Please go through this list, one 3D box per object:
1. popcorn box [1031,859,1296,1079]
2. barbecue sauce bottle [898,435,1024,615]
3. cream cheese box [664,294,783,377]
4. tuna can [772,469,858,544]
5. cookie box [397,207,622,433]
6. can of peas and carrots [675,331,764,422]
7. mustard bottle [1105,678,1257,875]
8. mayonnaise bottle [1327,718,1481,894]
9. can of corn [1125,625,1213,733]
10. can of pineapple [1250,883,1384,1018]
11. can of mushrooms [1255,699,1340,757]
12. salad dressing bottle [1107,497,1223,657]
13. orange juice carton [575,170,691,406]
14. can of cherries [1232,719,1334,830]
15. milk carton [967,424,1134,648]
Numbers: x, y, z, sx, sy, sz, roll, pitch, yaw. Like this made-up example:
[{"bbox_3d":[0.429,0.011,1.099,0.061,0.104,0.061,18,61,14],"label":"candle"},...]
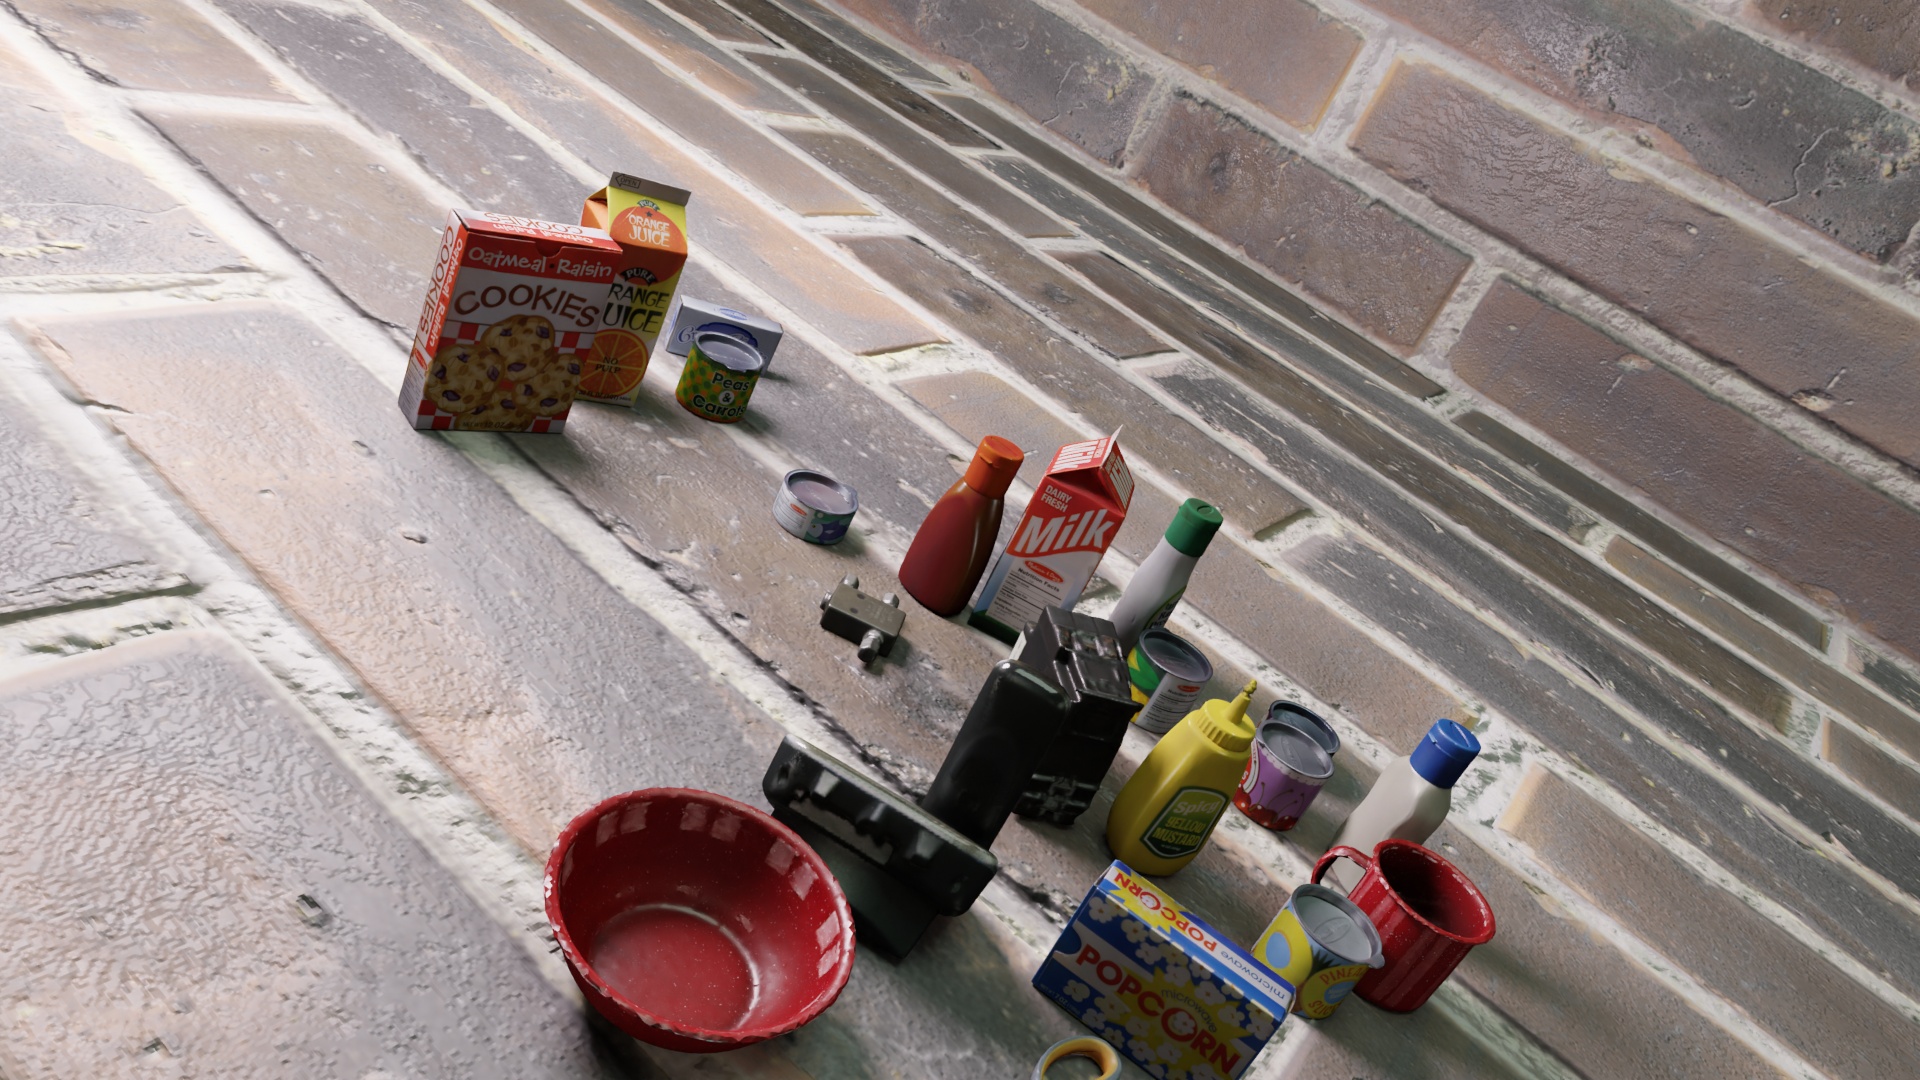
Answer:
[{"bbox_3d":[0.116,0.257,0.801,0.127,0.085,0.038,34,27,14],"label":"popcorn box"},{"bbox_3d":[0.004,-0.014,1.117,0.065,0.147,0.044,40,29,25],"label":"barbecue sauce bottle"},{"bbox_3d":[-0.229,-0.197,1.341,0.104,0.053,0.024,13,29,-26],"label":"cream cheese box"},{"bbox_3d":[-0.120,-0.028,1.160,0.071,0.032,0.071,21,27,-11],"label":"tuna can"},{"bbox_3d":[-0.339,-0.160,1.047,0.123,0.166,0.040,-2,38,-44],"label":"cookie box"},{"bbox_3d":[-0.217,-0.146,1.254,0.071,0.058,0.071,21,27,-11],"label":"can of peas and carrots"},{"bbox_3d":[0.157,0.156,0.936,0.065,0.159,0.049,15,28,-23],"label":"mustard bottle"},{"bbox_3d":[0.330,0.199,1.031,0.041,0.147,0.065,18,27,-17],"label":"mayonnaise bottle"},{"bbox_3d":[0.162,0.113,1.133,0.071,0.058,0.071,21,27,-11],"label":"can of corn"},{"bbox_3d":[0.234,0.271,0.913,0.071,0.057,0.071,21,27,-11],"label":"can of pineapple"},{"bbox_3d":[0.281,0.168,1.171,0.071,0.033,0.071,21,27,-11],"label":"can of mushrooms"},{"bbox_3d":[0.173,0.033,1.188,0.044,0.147,0.064,38,28,22],"label":"salad dressing bottle"},{"bbox_3d":[-0.287,-0.215,1.164,0.072,0.191,0.073,6,33,-36],"label":"orange juice carton"},{"bbox_3d":[0.246,0.182,1.085,0.071,0.058,0.072,21,27,-11],"label":"can of cherries"},{"bbox_3d":[0.083,-0.005,1.125,0.073,0.189,0.073,28,26,2],"label":"milk carton"}]
